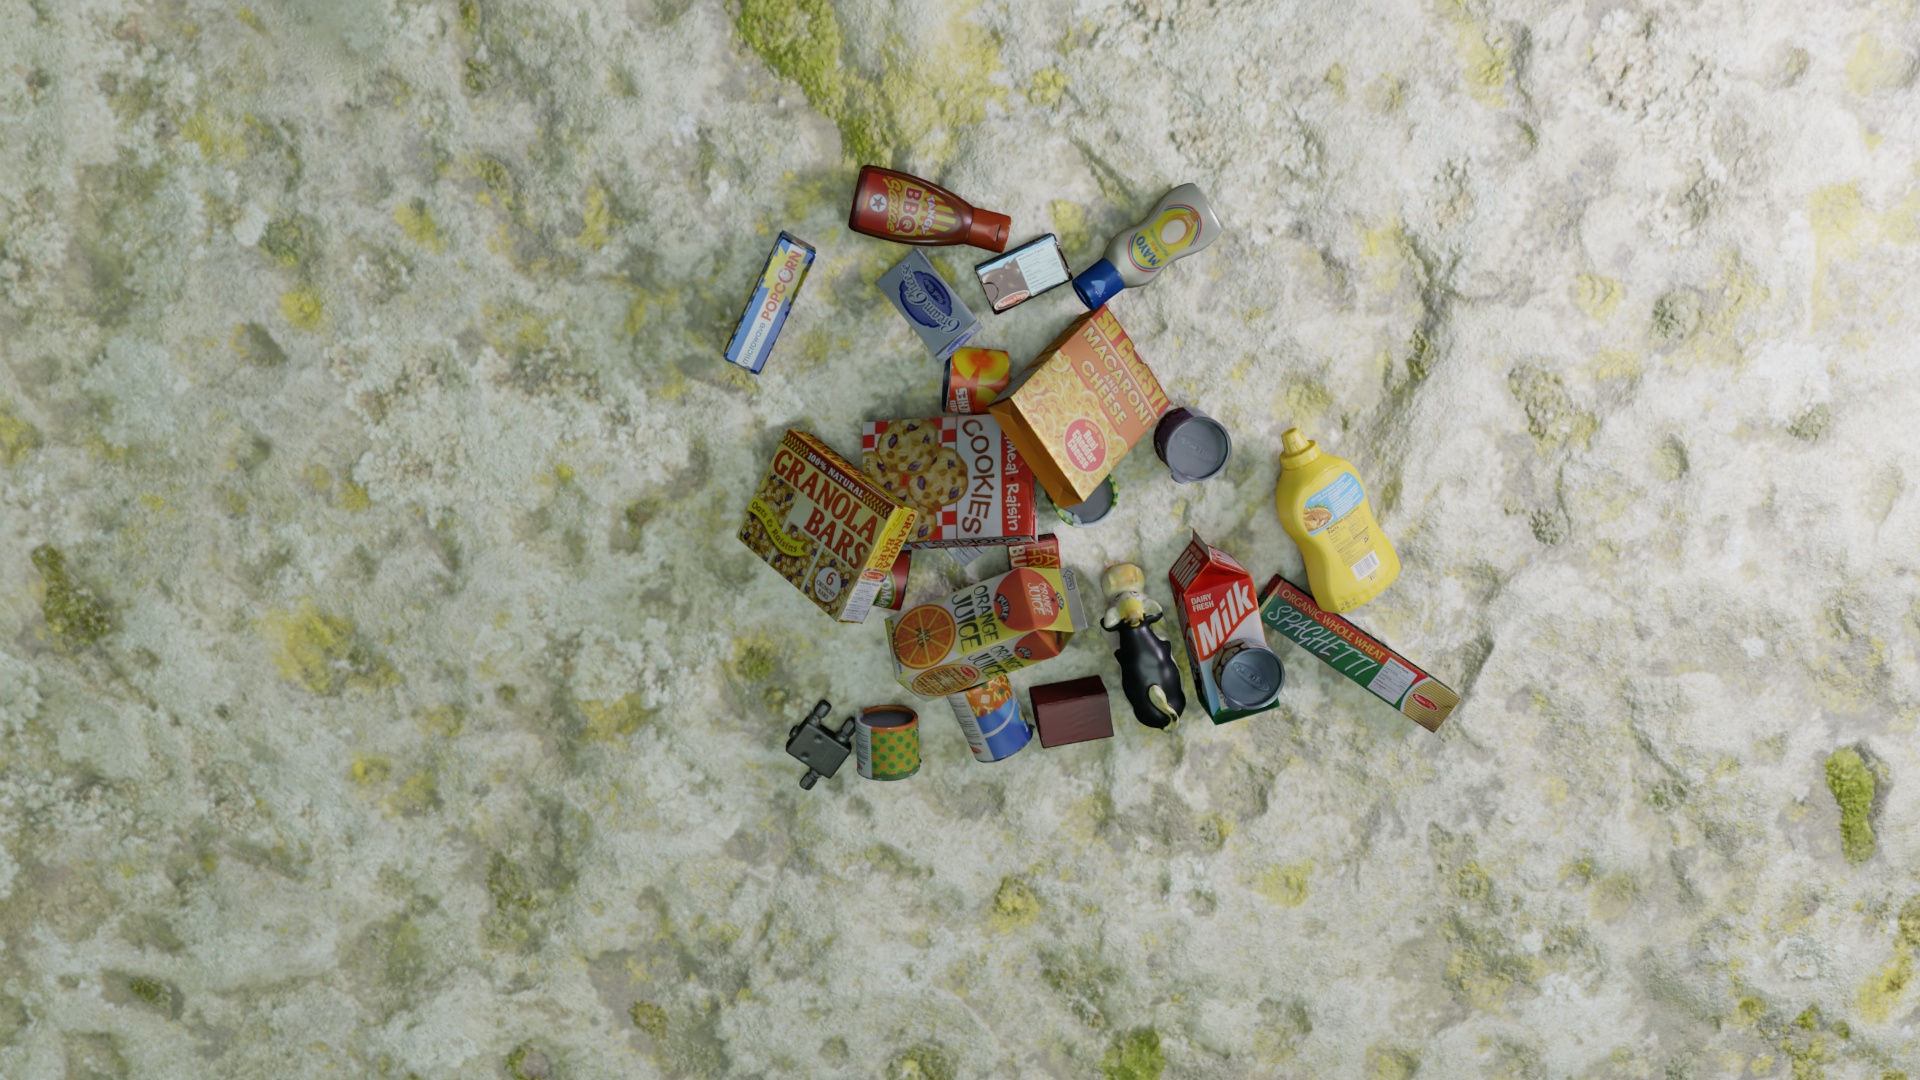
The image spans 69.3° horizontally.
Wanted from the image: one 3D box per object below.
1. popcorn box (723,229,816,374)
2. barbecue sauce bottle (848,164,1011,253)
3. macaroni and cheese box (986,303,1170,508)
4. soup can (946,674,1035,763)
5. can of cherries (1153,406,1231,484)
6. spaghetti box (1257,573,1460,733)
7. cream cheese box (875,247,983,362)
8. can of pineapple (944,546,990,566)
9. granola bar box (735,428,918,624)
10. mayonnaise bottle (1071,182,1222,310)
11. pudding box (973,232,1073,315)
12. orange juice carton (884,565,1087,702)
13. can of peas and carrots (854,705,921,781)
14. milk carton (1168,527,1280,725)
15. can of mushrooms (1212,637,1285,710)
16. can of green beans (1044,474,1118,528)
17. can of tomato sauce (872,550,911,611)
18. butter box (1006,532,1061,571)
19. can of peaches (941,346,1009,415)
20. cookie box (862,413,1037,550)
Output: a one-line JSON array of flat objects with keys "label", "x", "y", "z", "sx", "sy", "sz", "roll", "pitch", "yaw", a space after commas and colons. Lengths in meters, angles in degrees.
[{"label": "popcorn box", "x": -0.178, "y": -0.223, "z": 1.298, "sx": 0.038, "sy": 0.085, "sz": 0.126, "roll": 25, "pitch": 101, "yaw": -12}, {"label": "barbecue sauce bottle", "x": -0.028, "y": -0.306, "z": 1.311, "sx": 0.149, "sy": 0.044, "sz": 0.064, "roll": 12, "pitch": 102, "yaw": -9}, {"label": "macaroni and cheese box", "x": 0.117, "y": -0.129, "z": 1.324, "sx": 0.167, "sy": 0.040, "sz": 0.123, "roll": -47, "pitch": 108, "yaw": -33}, {"label": "soup can", "x": 0.031, "y": 0.175, "z": 1.435, "sx": 0.071, "sy": 0.071, "sz": 0.083, "roll": -23, "pitch": 106, "yaw": 2}, {"label": "can of cherries", "x": 0.228, "y": -0.094, "z": 1.383, "sx": 0.071, "sy": 0.058, "sz": 0.071, "roll": -2, "pitch": 106, "yaw": -6}, {"label": "spaghetti box", "x": 0.419, "y": 0.120, "z": 1.473, "sx": 0.250, "sy": 0.029, "sz": 0.050, "roll": 32, "pitch": 100, "yaw": -12}, {"label": "cream cheese box", "x": -0.030, "y": -0.224, "z": 1.315, "sx": 0.053, "sy": 0.024, "sz": 0.104, "roll": -40, "pitch": 70, "yaw": 6}, {"label": "can of pineapple", "x": 0.005, "y": -0.017, "z": 1.381, "sx": 0.058, "sy": 0.071, "sz": 0.071, "roll": -39, "pitch": 105, "yaw": 6}, {"label": "granola bar box", "x": -0.131, "y": -0.015, "z": 1.326, "sx": 0.039, "sy": 0.166, "sz": 0.124, "roll": 12, "pitch": 109, "yaw": -53}, {"label": "mayonnaise bottle", "x": 0.176, "y": -0.277, "z": 1.328, "sx": 0.148, "sy": 0.041, "sz": 0.064, "roll": -37, "pitch": 102, "yaw": -4}, {"label": "pudding box", "x": 0.060, "y": -0.258, "z": 1.339, "sx": 0.084, "sy": 0.030, "sz": 0.049, "roll": -25, "pitch": 107, "yaw": 2}, {"label": "orange juice carton", "x": 0.030, "y": 0.088, "z": 1.373, "sx": 0.192, "sy": 0.072, "sz": 0.073, "roll": -21, "pitch": 148, "yaw": 14}, {"label": "can of peas and carrots", "x": -0.073, "y": 0.208, "z": 1.434, "sx": 0.071, "sy": 0.071, "sz": 0.058, "roll": -2, "pitch": 105, "yaw": -4}, {"label": "milk carton", "x": 0.266, "y": 0.084, "z": 1.428, "sx": 0.073, "sy": 0.072, "sz": 0.190, "roll": -16, "pitch": 107, "yaw": -1}, {"label": "can of mushrooms", "x": 0.286, "y": 0.134, "z": 1.387, "sx": 0.071, "sy": 0.033, "sz": 0.070, "roll": -2, "pitch": 106, "yaw": -6}, {"label": "can of green beans", "x": 0.120, "y": -0.050, "z": 1.385, "sx": 0.071, "sy": 0.058, "sz": 0.071, "roll": -1, "pitch": 105, "yaw": -5}, {"label": "can of tomato sauce", "x": -0.095, "y": 0.032, "z": 1.382, "sx": 0.083, "sy": 0.071, "sz": 0.071, "roll": 10, "pitch": 104, "yaw": -7}, {"label": "butter box", "x": 0.079, "y": 0.047, "z": 1.425, "sx": 0.053, "sy": 0.024, "sz": 0.103, "roll": -8, "pitch": 105, "yaw": -2}, {"label": "can of peaches", "x": 0.014, "y": -0.152, "z": 1.342, "sx": 0.058, "sy": 0.071, "sz": 0.071, "roll": 5, "pitch": 105, "yaw": -7}, {"label": "cookie box", "x": -0.010, "y": -0.056, "z": 1.333, "sx": 0.167, "sy": 0.040, "sz": 0.123, "roll": -3, "pitch": 78, "yaw": 12}]
